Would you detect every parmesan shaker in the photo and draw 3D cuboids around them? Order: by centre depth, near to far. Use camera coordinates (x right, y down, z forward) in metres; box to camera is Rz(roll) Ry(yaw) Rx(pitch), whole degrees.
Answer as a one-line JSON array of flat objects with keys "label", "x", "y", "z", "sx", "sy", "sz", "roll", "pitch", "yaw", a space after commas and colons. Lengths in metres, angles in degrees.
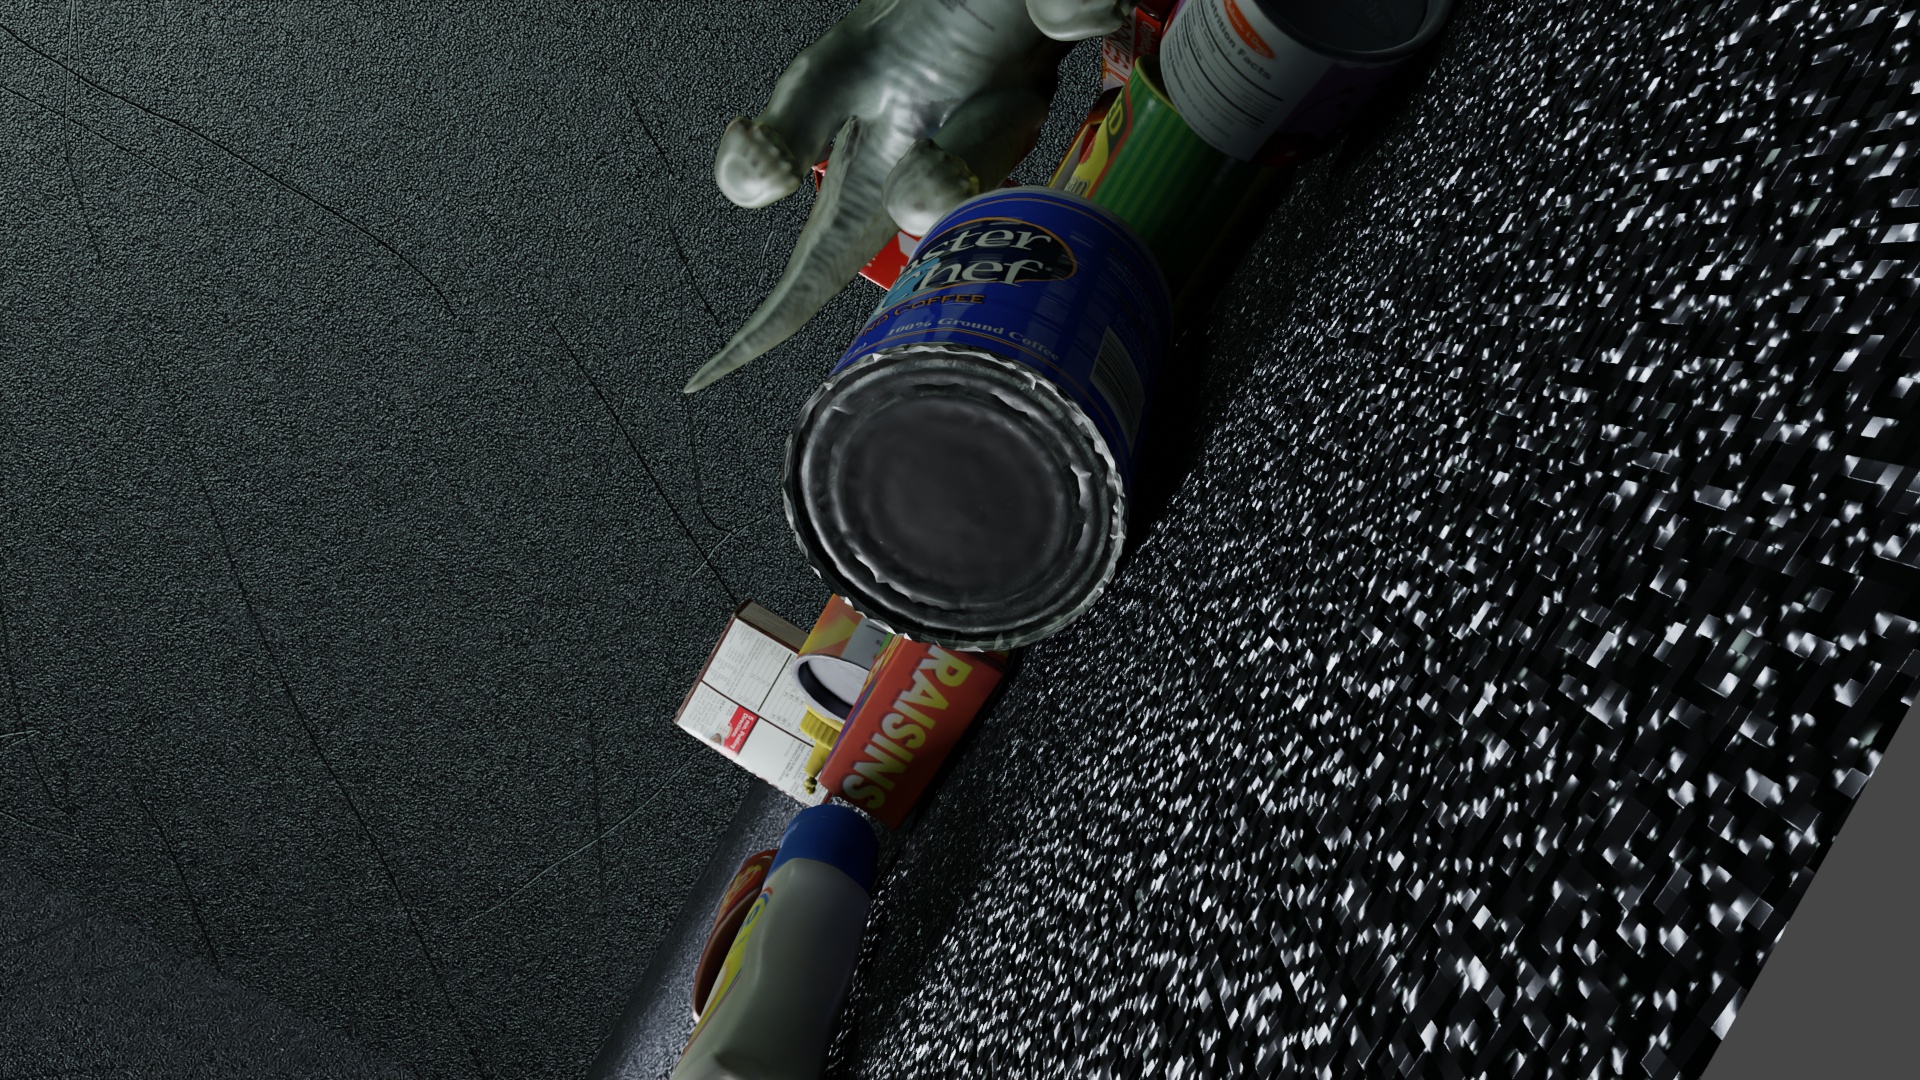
[{"label": "parmesan shaker", "x": 0.068, "y": -0.119, "z": 0.522, "sx": 0.102, "sy": 0.071, "sz": 0.072, "roll": -58, "pitch": 5, "yaw": 33}]

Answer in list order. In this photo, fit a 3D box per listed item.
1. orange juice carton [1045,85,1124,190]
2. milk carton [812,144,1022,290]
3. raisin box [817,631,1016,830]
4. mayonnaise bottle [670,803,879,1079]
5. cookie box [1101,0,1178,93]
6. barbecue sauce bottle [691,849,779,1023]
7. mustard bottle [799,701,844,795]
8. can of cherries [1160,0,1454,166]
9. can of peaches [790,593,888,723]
[{"label": "orange juice carton", "x": 0.064, "y": -0.131, "z": 0.627, "sx": 0.191, "sy": 0.073, "sz": 0.072, "roll": -58, "pitch": 5, "yaw": 30}, {"label": "milk carton", "x": 0.002, "y": -0.156, "z": 0.723, "sx": 0.073, "sy": 0.190, "sz": 0.072, "roll": -59, "pitch": 4, "yaw": 20}, {"label": "raisin box", "x": -0.006, "y": 0.041, "z": 0.543, "sx": 0.085, "sy": 0.040, "sz": 0.124, "roll": -58, "pitch": 4, "yaw": 28}, {"label": "mayonnaise bottle", "x": -0.057, "y": 0.140, "z": 0.451, "sx": 0.064, "sy": 0.041, "sz": 0.149, "roll": -61, "pitch": 4, "yaw": 21}, {"label": "cookie box", "x": 0.129, "y": -0.313, "z": 0.763, "sx": 0.123, "sy": 0.040, "sz": 0.167, "roll": -54, "pitch": -5, "yaw": 3}, {"label": "barbecue sauce bottle", "x": -0.081, "y": 0.162, "z": 0.587, "sx": 0.065, "sy": 0.044, "sz": 0.148, "roll": -62, "pitch": 4, "yaw": -5}, {"label": "mustard bottle", "x": -0.053, "y": 0.074, "z": 0.802, "sx": 0.160, "sy": 0.049, "sz": 0.065, "roll": -61, "pitch": 2, "yaw": -5}, {"label": "can of cherries", "x": 0.100, "y": -0.151, "z": 0.399, "sx": 0.072, "sy": 0.071, "sz": 0.058, "roll": -62, "pitch": 3, "yaw": -19}, {"label": "can of peaches", "x": -0.039, "y": 0.052, "z": 0.659, "sx": 0.058, "sy": 0.071, "sz": 0.071, "roll": -62, "pitch": 4, "yaw": -31}]
